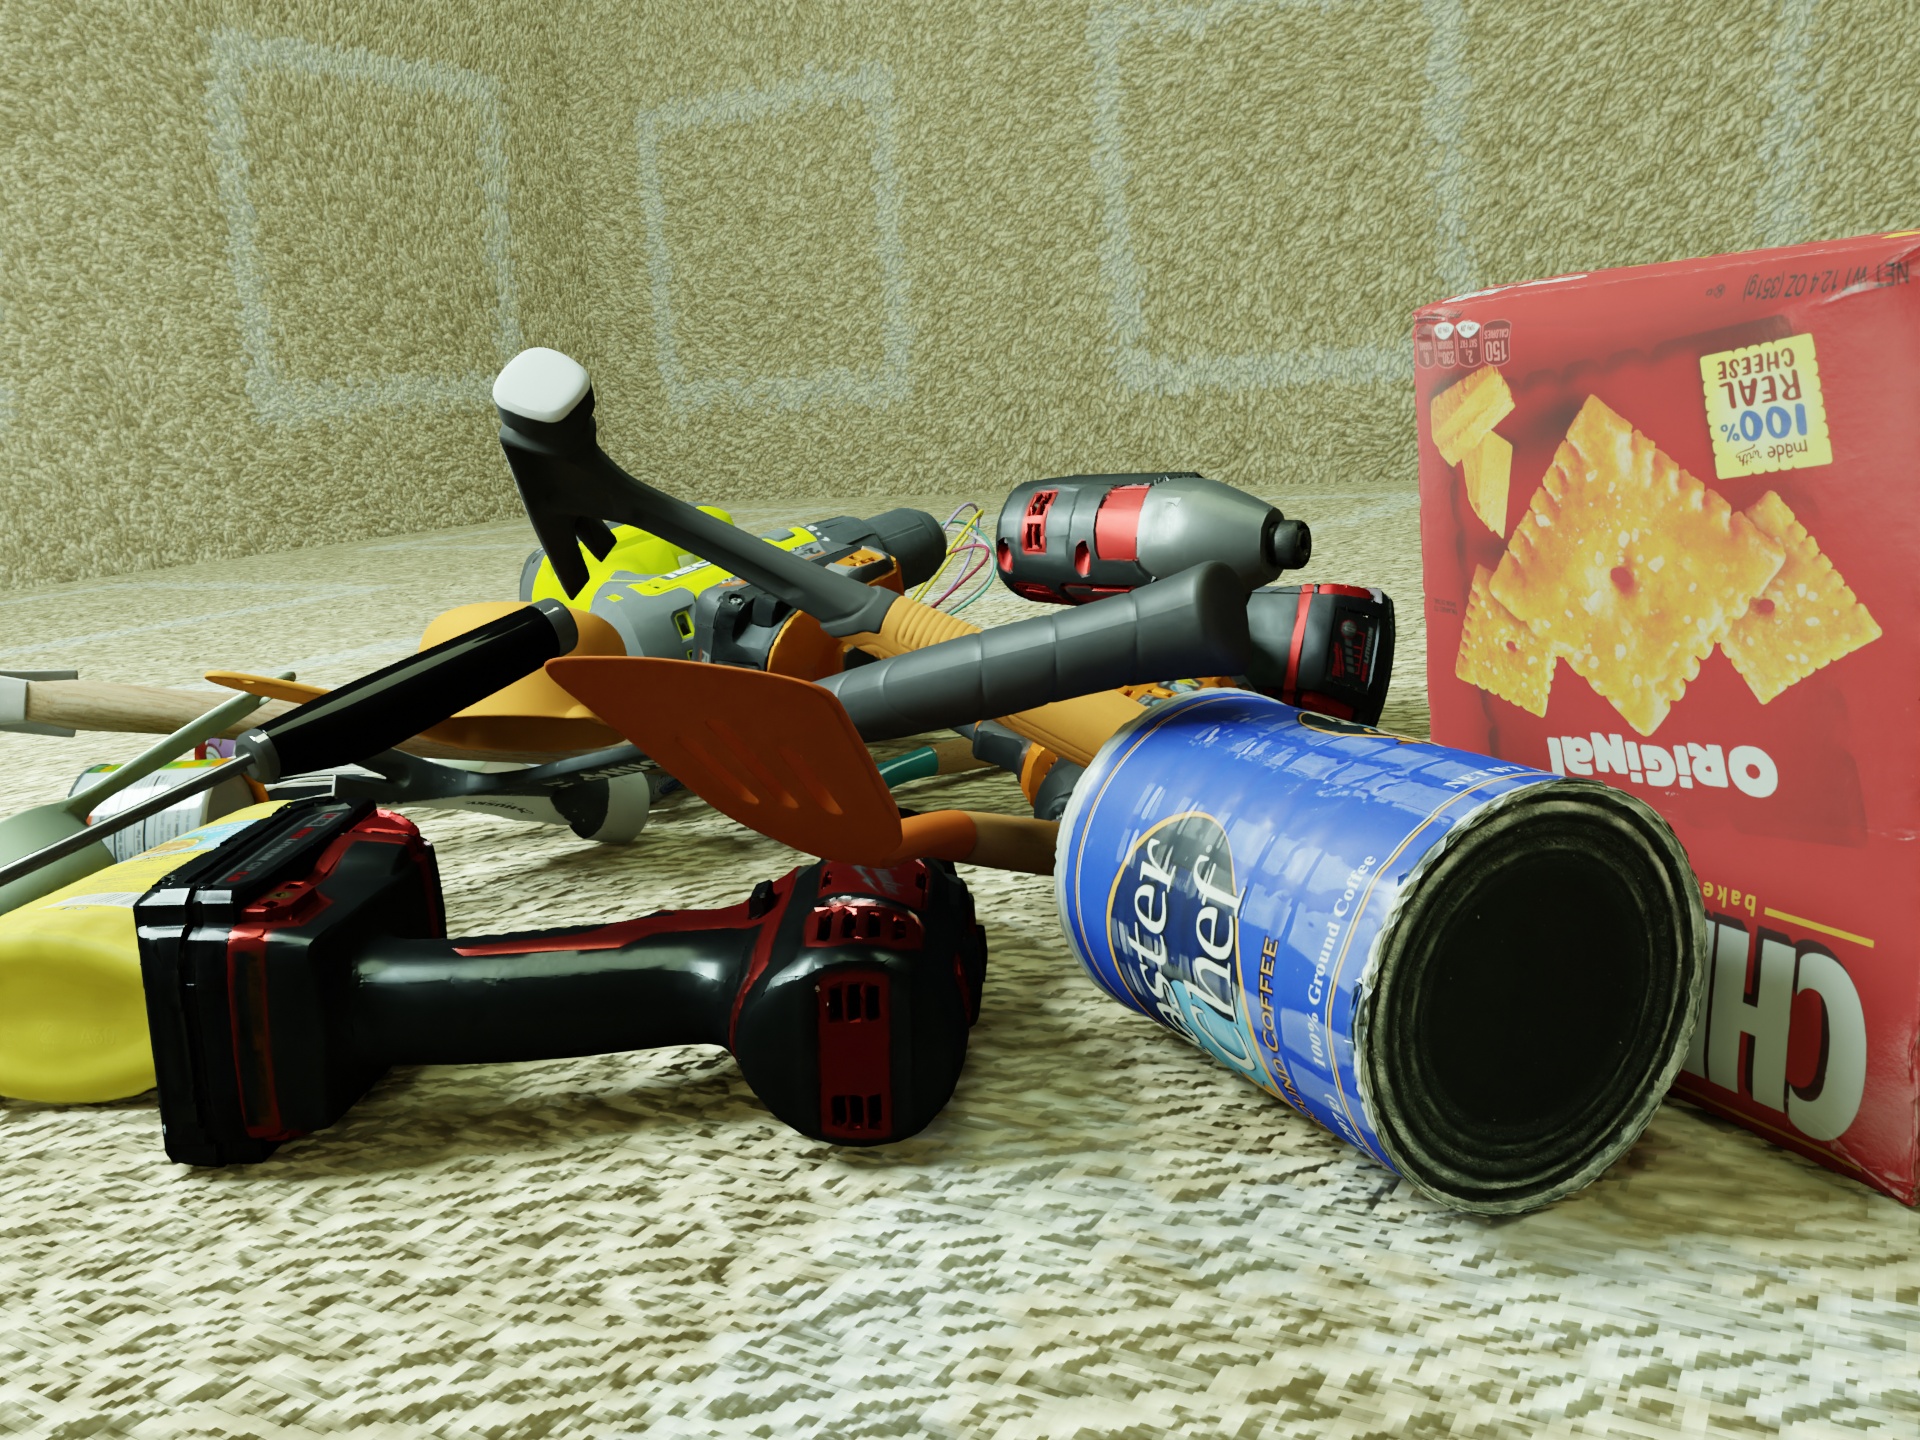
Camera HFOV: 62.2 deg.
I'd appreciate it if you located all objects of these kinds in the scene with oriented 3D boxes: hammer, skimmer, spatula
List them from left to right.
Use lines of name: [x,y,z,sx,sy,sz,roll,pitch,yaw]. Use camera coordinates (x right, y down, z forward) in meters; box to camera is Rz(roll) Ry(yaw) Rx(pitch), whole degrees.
skimmer: [-0.276,0.010,0.466,0.363,0.090,0.127,-32,11,-41]
hammer: [-0.285,0.001,0.711,0.331,0.031,0.130,5,-1,-23]
hammer: [-0.072,0.001,0.555,0.149,0.036,0.409,10,-16,-44]
hammer: [-0.016,-0.025,0.583,0.337,0.034,0.127,26,-25,11]
spatula: [0.009,0.008,0.802,0.317,0.044,0.082,-10,37,-34]
spatula: [0.013,0.027,0.480,0.081,0.041,0.322,5,-5,31]

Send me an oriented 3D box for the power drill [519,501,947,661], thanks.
power drill: [-0.132,-0.073,0.872,0.190,0.080,0.229,-24,19,-27]

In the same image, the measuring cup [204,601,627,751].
measuring cup: [-0.213,-0.025,0.640,0.095,0.052,0.173,-11,-16,43]

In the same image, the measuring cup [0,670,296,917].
measuring cup: [-0.314,0.042,0.597,0.167,0.038,0.083,-38,-3,-19]

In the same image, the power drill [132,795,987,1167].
power drill: [-0.105,0.067,0.492,0.226,0.080,0.188,-1,12,1]

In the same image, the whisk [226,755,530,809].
whisk: [-0.279,0.030,0.810,0.059,0.057,0.246,43,32,24]

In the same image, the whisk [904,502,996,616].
whisk: [-0.043,-0.041,0.873,0.047,0.051,0.245,-13,30,42]

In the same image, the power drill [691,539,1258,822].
power drill: [-0.001,-0.002,0.676,0.226,0.084,0.164,18,26,20]

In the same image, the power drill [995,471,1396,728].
power drill: [0.128,-0.057,0.768,0.143,0.078,0.219,4,-13,34]
